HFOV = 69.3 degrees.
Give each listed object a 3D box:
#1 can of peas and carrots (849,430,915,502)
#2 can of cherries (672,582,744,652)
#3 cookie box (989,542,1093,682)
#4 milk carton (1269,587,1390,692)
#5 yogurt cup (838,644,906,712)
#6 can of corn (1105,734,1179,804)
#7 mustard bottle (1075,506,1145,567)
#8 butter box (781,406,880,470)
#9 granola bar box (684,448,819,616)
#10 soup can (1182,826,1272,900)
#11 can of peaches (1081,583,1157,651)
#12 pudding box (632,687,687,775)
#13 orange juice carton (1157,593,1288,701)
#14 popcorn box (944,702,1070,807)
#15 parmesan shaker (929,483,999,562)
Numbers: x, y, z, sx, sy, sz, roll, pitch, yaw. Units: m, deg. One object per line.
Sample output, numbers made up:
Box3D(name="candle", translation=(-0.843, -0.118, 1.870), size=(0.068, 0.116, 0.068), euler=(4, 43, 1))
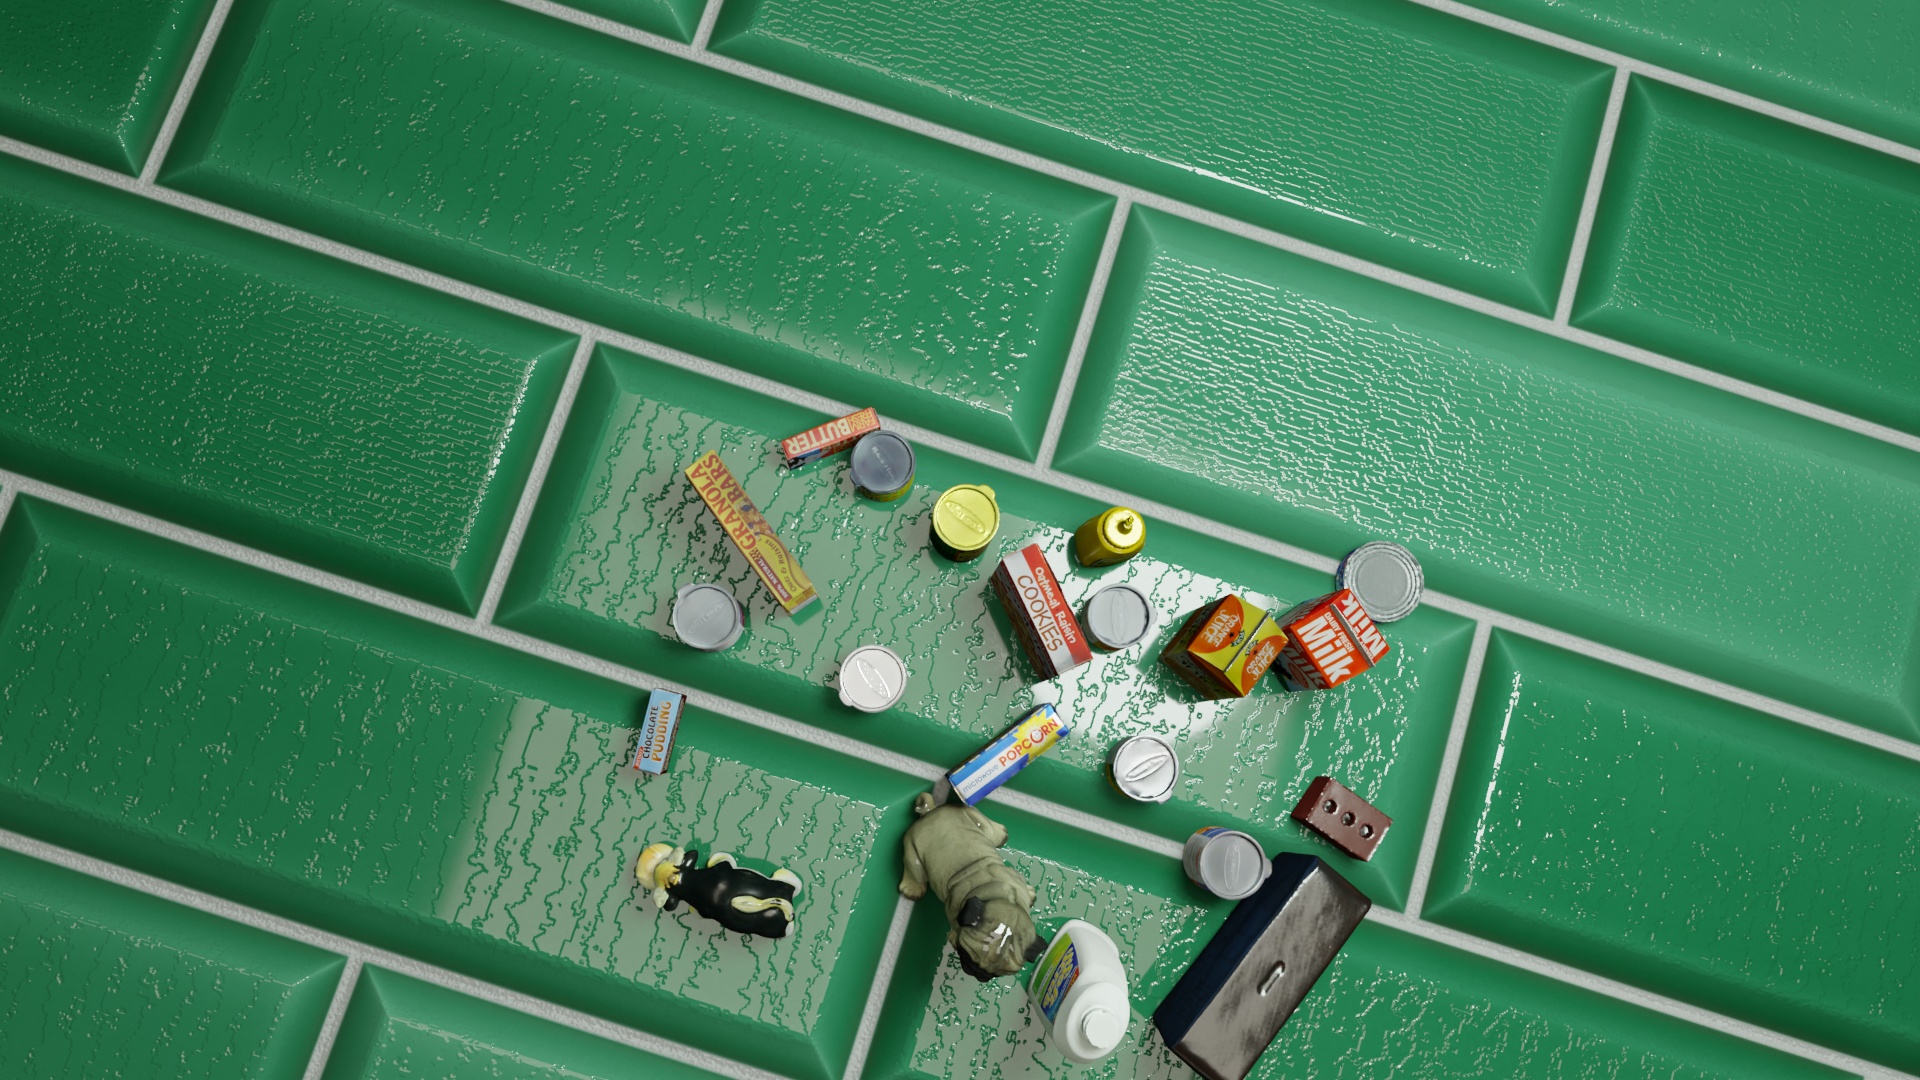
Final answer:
Box3D(name="can of peas and carrots", translation=(-0.082, -0.075, 1.442), size=(0.071, 0.058, 0.071), euler=(0, 81, -3))
Box3D(name="can of cherries", translation=(-0.255, 0.077, 1.409), size=(0.071, 0.058, 0.071), euler=(0, 81, -3))
Box3D(name="cookie box", translation=(0.078, 0.074, 1.372), size=(0.040, 0.167, 0.123), euler=(-25, 84, -6))
Box3D(name="milk carton", translation=(0.358, 0.100, 1.371), size=(0.073, 0.190, 0.072), euler=(-33, 85, -7))
Box3D(name="yogurt cup", translation=(-0.089, 0.141, 1.410), size=(0.072, 0.054, 0.072), euler=(0, 81, -3))
Box3D(name="can of corn", translation=(0.185, 0.233, 1.408), size=(0.071, 0.058, 0.071), euler=(0, 81, -3))
Box3D(name="mustard bottle", translation=(0.154, -0.005, 1.392), size=(0.065, 0.160, 0.049), euler=(-11, 82, -4))
Box3D(name="butter box", translation=(-0.134, -0.106, 1.447), size=(0.103, 0.053, 0.024), euler=(-21, 83, -6))
Box3D(name="granola bar box", translation=(-0.208, -0.004, 1.391), size=(0.039, 0.124, 0.165), euler=(-36, 85, -7))
Box3D(name="soup can", translation=(0.265, 0.321, 1.386), size=(0.071, 0.083, 0.071), euler=(0, 81, -3))
Box3D(name="can of peaches", translation=(0.162, 0.080, 1.431), size=(0.071, 0.058, 0.071), euler=(0, 81, -3))
Box3D(name="pudding box", translation=(-0.302, 0.191, 1.393), size=(0.030, 0.049, 0.084), euler=(14, 81, -1))
Box3D(name="orange juice carton", translation=(0.259, 0.106, 1.364), size=(0.073, 0.192, 0.072), euler=(40, 82, 3))
Box3D(name="popcorn box", translation=(0.045, 0.214, 1.390), size=(0.127, 0.085, 0.038), euler=(-36, 85, -7))
Box3D(name="parmesan shaker", translation=(0.005, -0.018, 1.415), size=(0.071, 0.103, 0.071), euler=(0, 82, -3))
